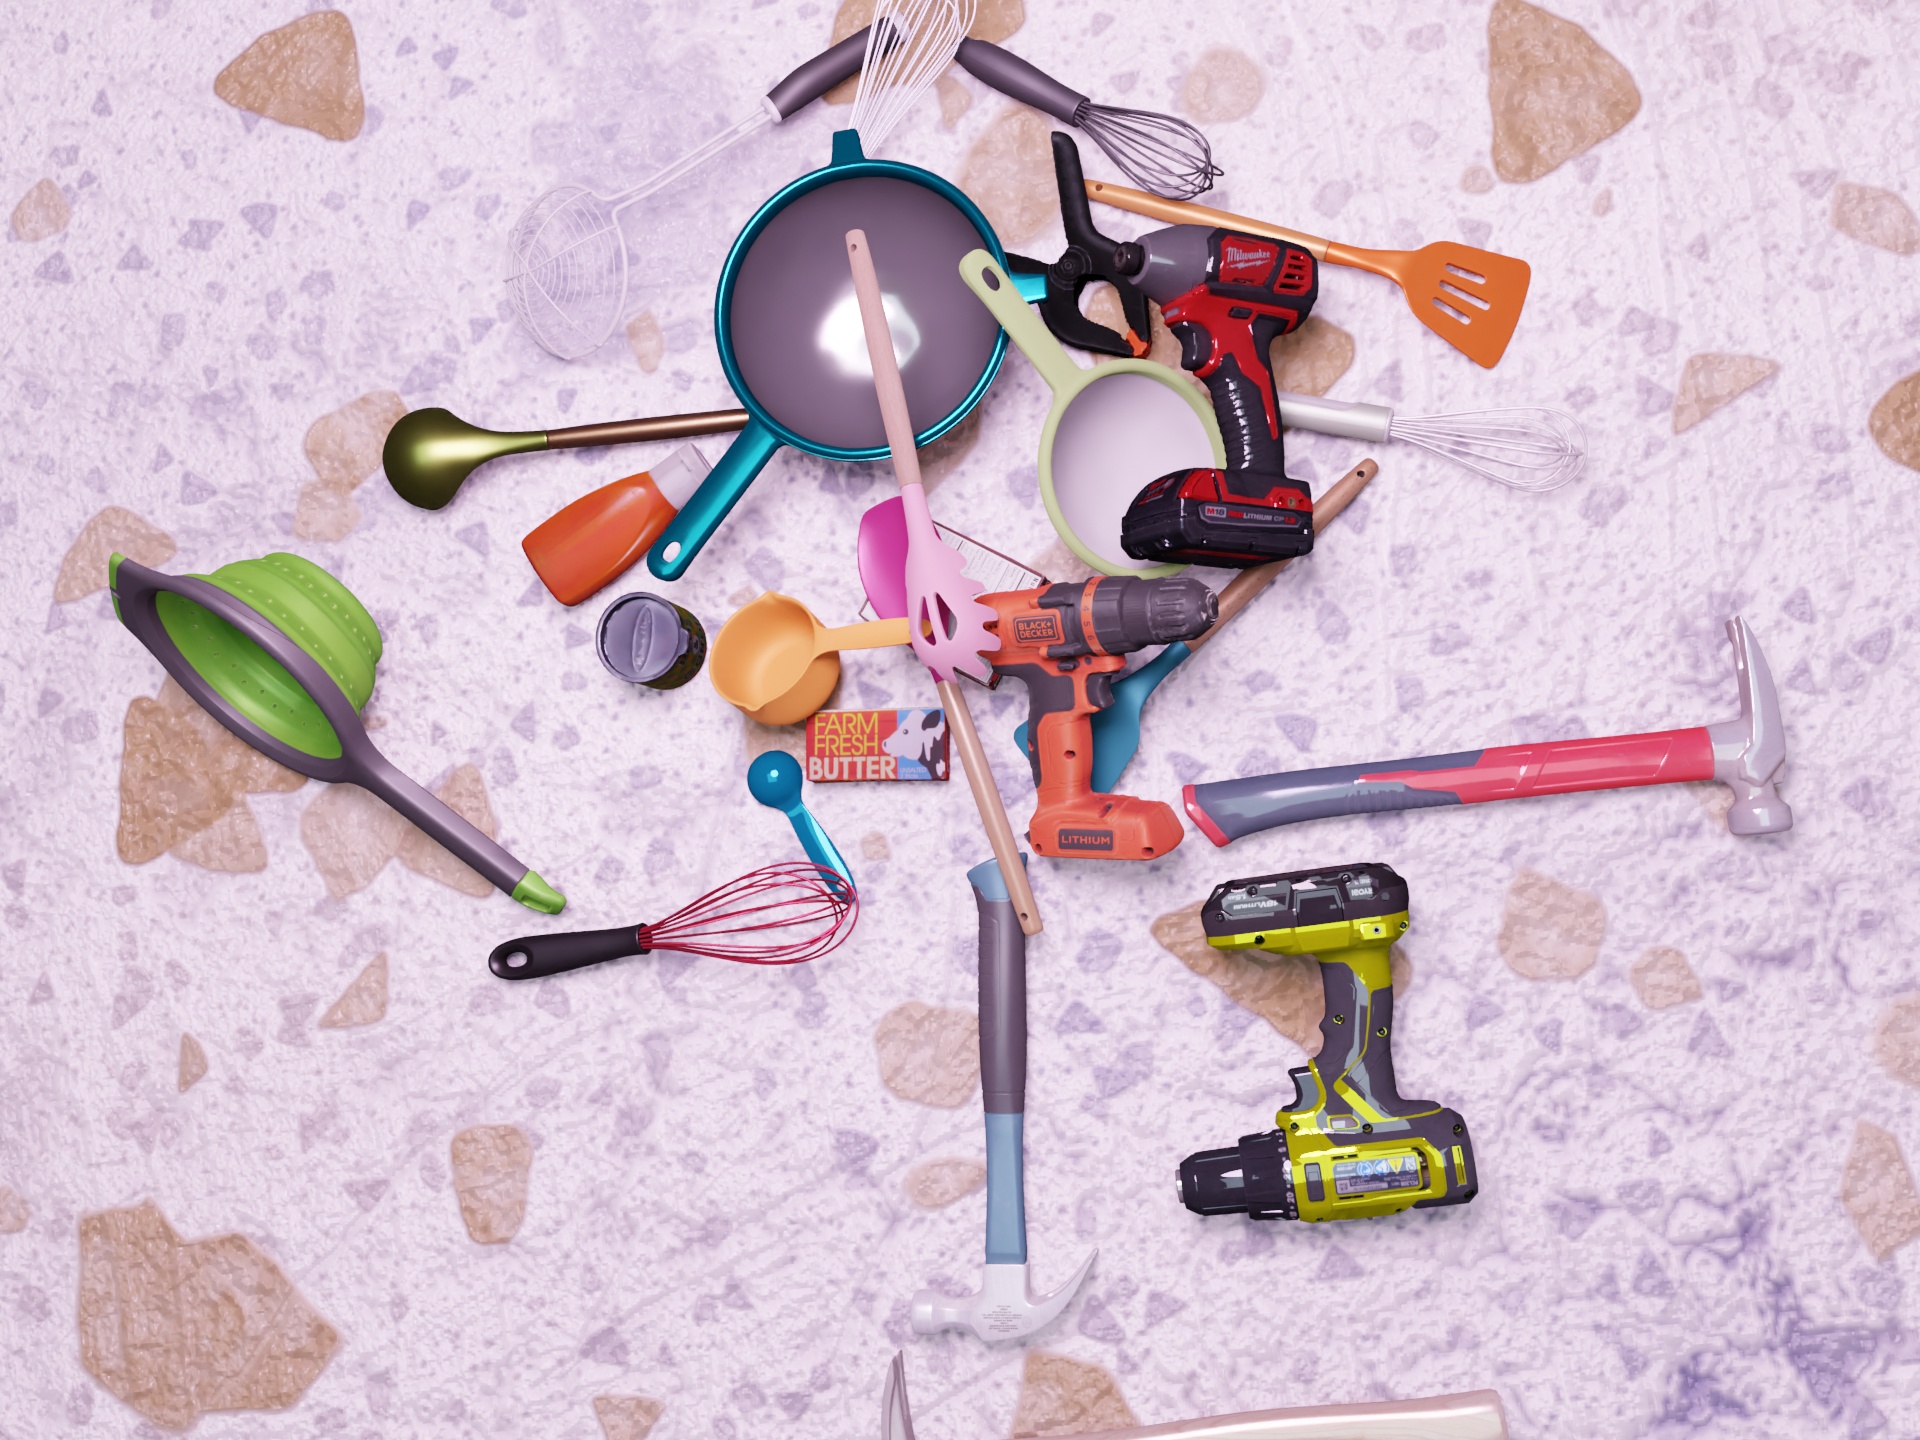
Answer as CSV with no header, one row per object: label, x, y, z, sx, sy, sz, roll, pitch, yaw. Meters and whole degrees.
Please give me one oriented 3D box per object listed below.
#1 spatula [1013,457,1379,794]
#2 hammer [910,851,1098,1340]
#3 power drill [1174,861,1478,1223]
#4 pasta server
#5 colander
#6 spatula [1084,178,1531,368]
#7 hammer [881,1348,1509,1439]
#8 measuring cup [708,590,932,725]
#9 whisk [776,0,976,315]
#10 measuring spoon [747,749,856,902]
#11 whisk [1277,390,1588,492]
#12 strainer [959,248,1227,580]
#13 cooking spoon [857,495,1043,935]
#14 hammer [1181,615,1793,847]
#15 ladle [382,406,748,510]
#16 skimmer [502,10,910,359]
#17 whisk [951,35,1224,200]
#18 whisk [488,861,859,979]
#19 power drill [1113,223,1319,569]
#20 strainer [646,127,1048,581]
spatula,0.174,-0.070,1.115,0.317,0.044,0.082,-43,79,-1
hammer,0.028,0.258,1.103,0.128,0.033,0.331,-2,84,11
power drill,0.226,0.217,1.052,0.190,0.080,0.228,-9,86,9
pasta server,-0.036,-0.180,1.064,0.060,0.040,0.316,-17,79,21
colander,-0.433,-0.006,1.177,0.397,0.204,0.094,38,57,-5
spatula,0.237,-0.334,1.128,0.323,0.041,0.081,20,88,15
hammer,0.150,0.476,1.062,0.410,0.038,0.146,-10,82,8
measuring cup,-0.091,-0.044,1.123,0.173,0.052,0.095,-7,63,21
whisk,-0.074,-0.427,1.166,0.070,0.070,0.284,30,99,11
measuring spoon,-0.114,0.077,1.149,0.042,0.021,0.129,-35,79,5
whisk,0.302,-0.202,1.093,0.246,0.058,0.059,13,118,15
strainer,0.075,-0.207,1.085,0.151,0.069,0.256,-45,106,-18
cooking spoon,-0.002,-0.004,1.103,0.069,0.017,0.319,-22,84,23
hammer,0.342,0.022,1.068,0.386,0.038,0.143,-6,83,9
ladle,-0.281,-0.212,1.203,0.320,0.062,0.078,-6,86,2
skimmer,-0.189,-0.412,1.205,0.363,0.090,0.127,-35,74,-5
whisk,0.088,-0.440,1.146,0.239,0.055,0.055,36,92,20
whisk,-0.210,0.153,1.145,0.296,0.073,0.073,-11,83,15
power drill,0.165,-0.216,1.048,0.143,0.078,0.220,3,86,-25
strainer,-0.102,-0.232,1.141,0.211,0.095,0.340,40,95,9
